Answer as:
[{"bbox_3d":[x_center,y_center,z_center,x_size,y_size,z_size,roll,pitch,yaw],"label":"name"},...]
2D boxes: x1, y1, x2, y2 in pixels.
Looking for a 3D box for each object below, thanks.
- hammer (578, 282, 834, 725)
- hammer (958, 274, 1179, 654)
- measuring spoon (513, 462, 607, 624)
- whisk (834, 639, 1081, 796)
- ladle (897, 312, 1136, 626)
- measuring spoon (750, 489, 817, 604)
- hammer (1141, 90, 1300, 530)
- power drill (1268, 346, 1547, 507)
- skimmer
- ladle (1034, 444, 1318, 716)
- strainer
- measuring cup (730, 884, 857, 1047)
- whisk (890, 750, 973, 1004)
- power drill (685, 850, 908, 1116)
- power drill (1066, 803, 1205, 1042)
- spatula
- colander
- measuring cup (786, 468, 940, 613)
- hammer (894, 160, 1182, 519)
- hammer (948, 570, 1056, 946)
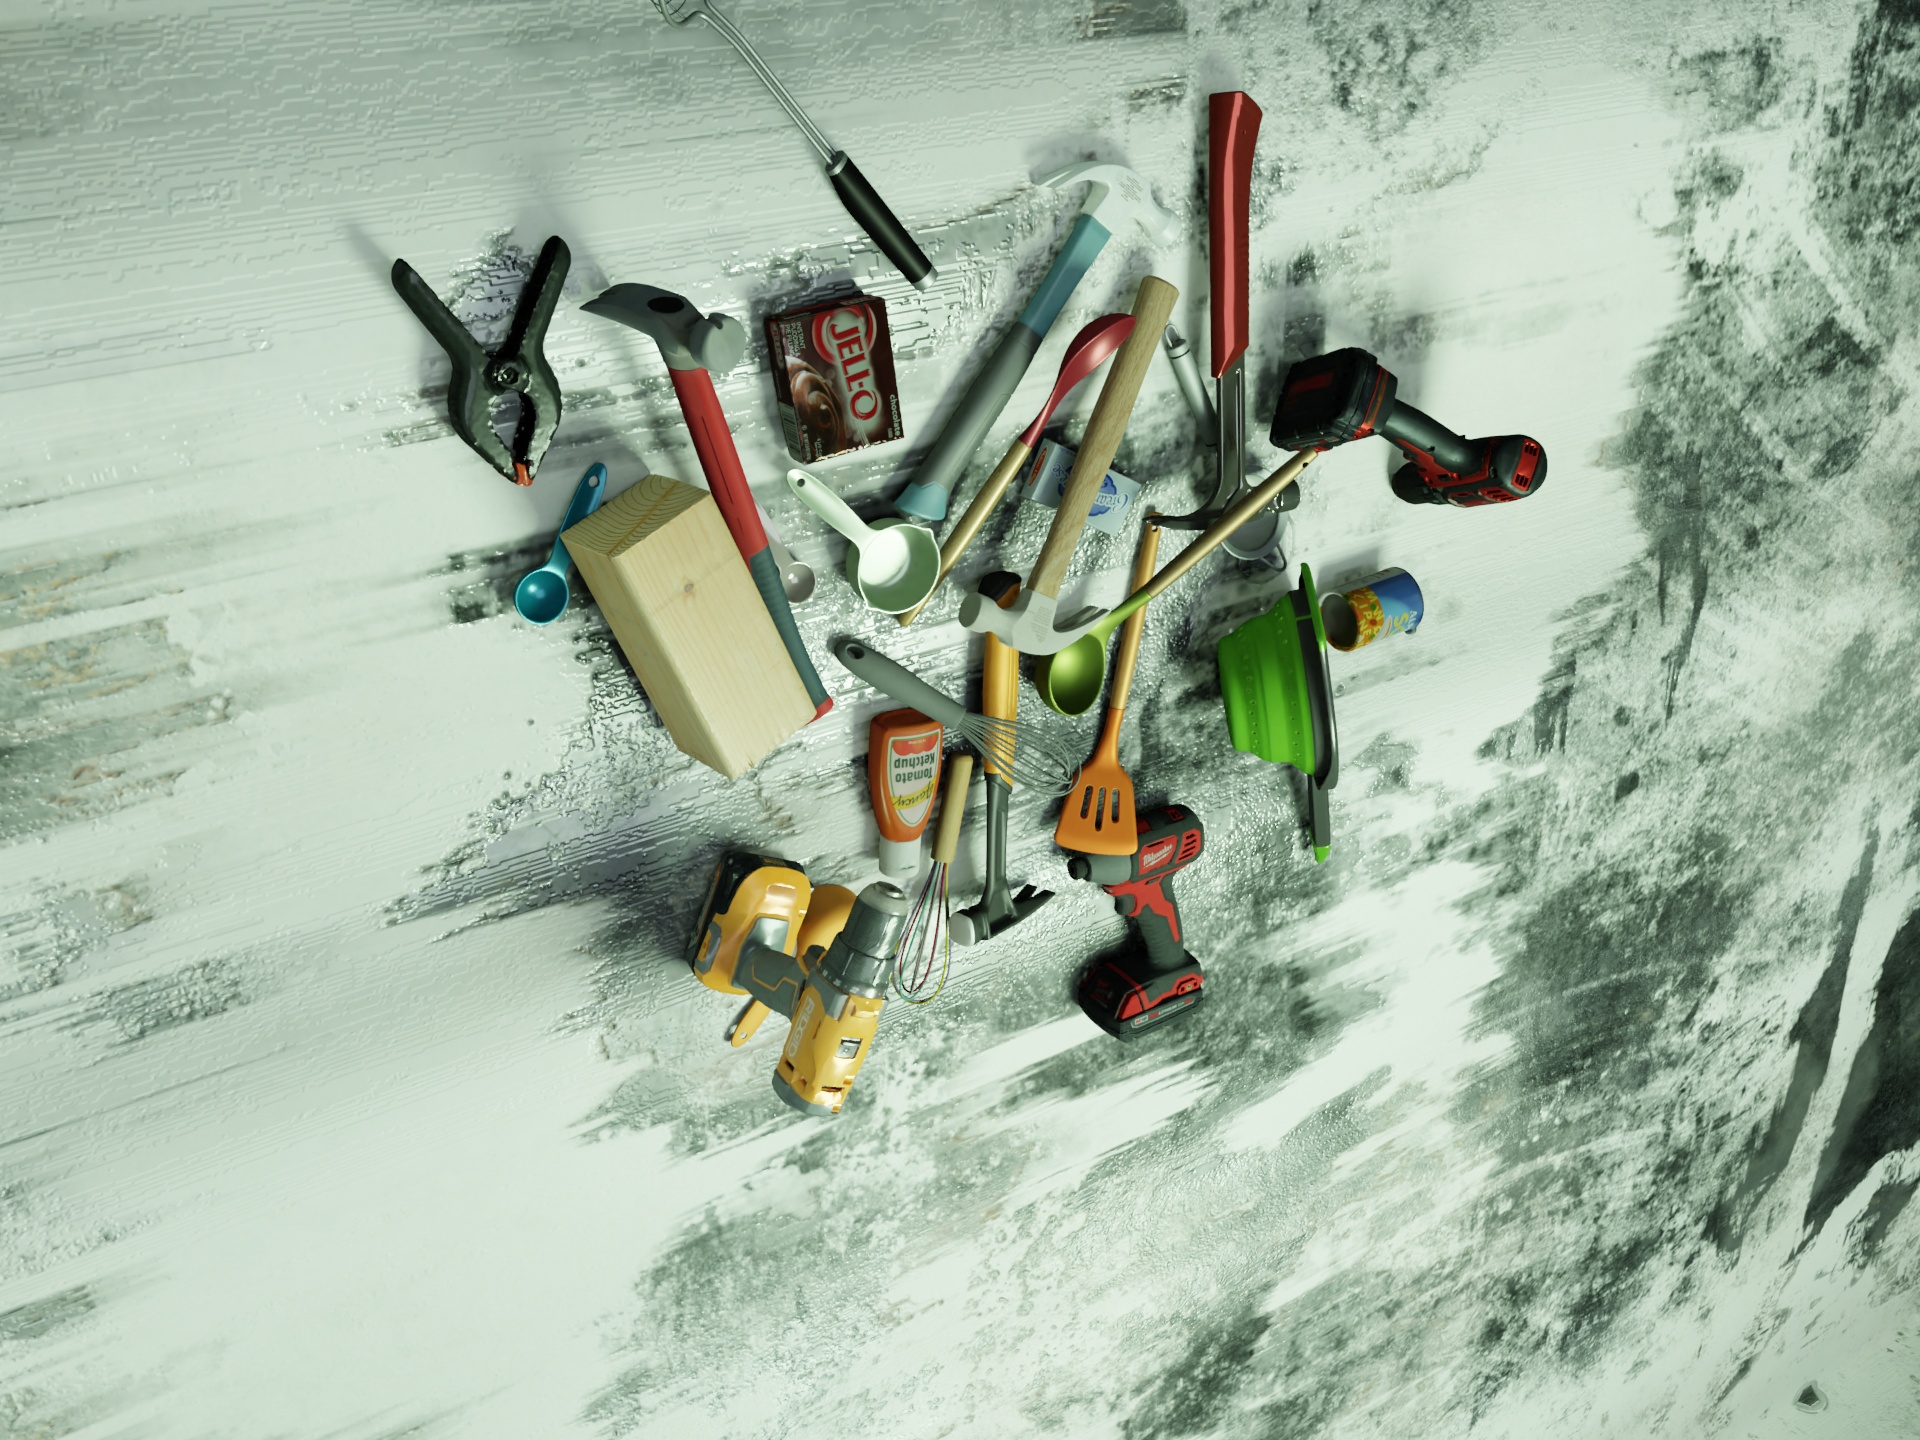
[{"bbox_3d":[-0.173,-0.147,1.200,0.038,0.143,0.385,-43,140,-27],"label":"hammer"},{"bbox_3d":[0.111,-0.212,1.342,0.130,0.031,0.331,20,94,-36],"label":"hammer"},{"bbox_3d":[-0.294,-0.132,1.172,0.042,0.021,0.128,26,87,-44],"label":"measuring spoon"},{"bbox_3d":[-0.001,-0.005,1.344,0.239,0.055,0.055,30,94,-12],"label":"whisk"},{"bbox_3d":[0.039,-0.206,1.309,0.315,0.031,0.069,-55,166,14],"label":"ladle"},{"bbox_3d":[-0.155,-0.144,1.254,0.034,0.018,0.124,-42,120,-18],"label":"measuring spoon"},{"bbox_3d":[0.221,-0.343,1.356,0.149,0.037,0.359,-11,110,-21],"label":"hammer"},{"bbox_3d":[0.400,-0.256,1.469,0.226,0.188,0.080,19,86,-19],"label":"power drill"},{"bbox_3d":[-0.102,-0.441,1.103,0.362,0.090,0.127,45,53,-39],"label":"skimmer"},{"bbox_3d":[0.189,-0.121,1.388,0.320,0.062,0.078,-41,139,17],"label":"ladle"},{"bbox_3d":[0.233,-0.243,1.433,0.087,0.050,0.258,-40,121,-19],"label":"strainer"},{"bbox_3d":[-0.139,0.229,1.403,0.095,0.052,0.173,40,86,-38],"label":"measuring cup"},{"bbox_3d":[-0.025,0.146,1.448,0.051,0.047,0.245,-1,108,-44],"label":"whisk"},{"bbox_3d":[-0.127,0.182,1.280,0.084,0.226,0.185,15,103,-36],"label":"power drill"},{"bbox_3d":[0.172,0.198,1.572,0.143,0.079,0.219,-16,116,-26],"label":"power drill"},{"bbox_3d":[0.152,-0.033,1.474,0.081,0.041,0.322,8,106,-4],"label":"spatula"},{"bbox_3d":[0.312,0.021,1.565,0.094,0.205,0.396,-8,139,8],"label":"colander"},{"bbox_3d":[-0.086,-0.152,1.277,0.167,0.038,0.083,40,88,-36],"label":"measuring cup"},{"bbox_3d":[0.050,-0.305,1.294,0.128,0.033,0.331,30,93,-38],"label":"hammer"},{"bbox_3d":[0.040,0.031,1.425,0.127,0.034,0.336,-22,119,-48],"label":"hammer"}]
